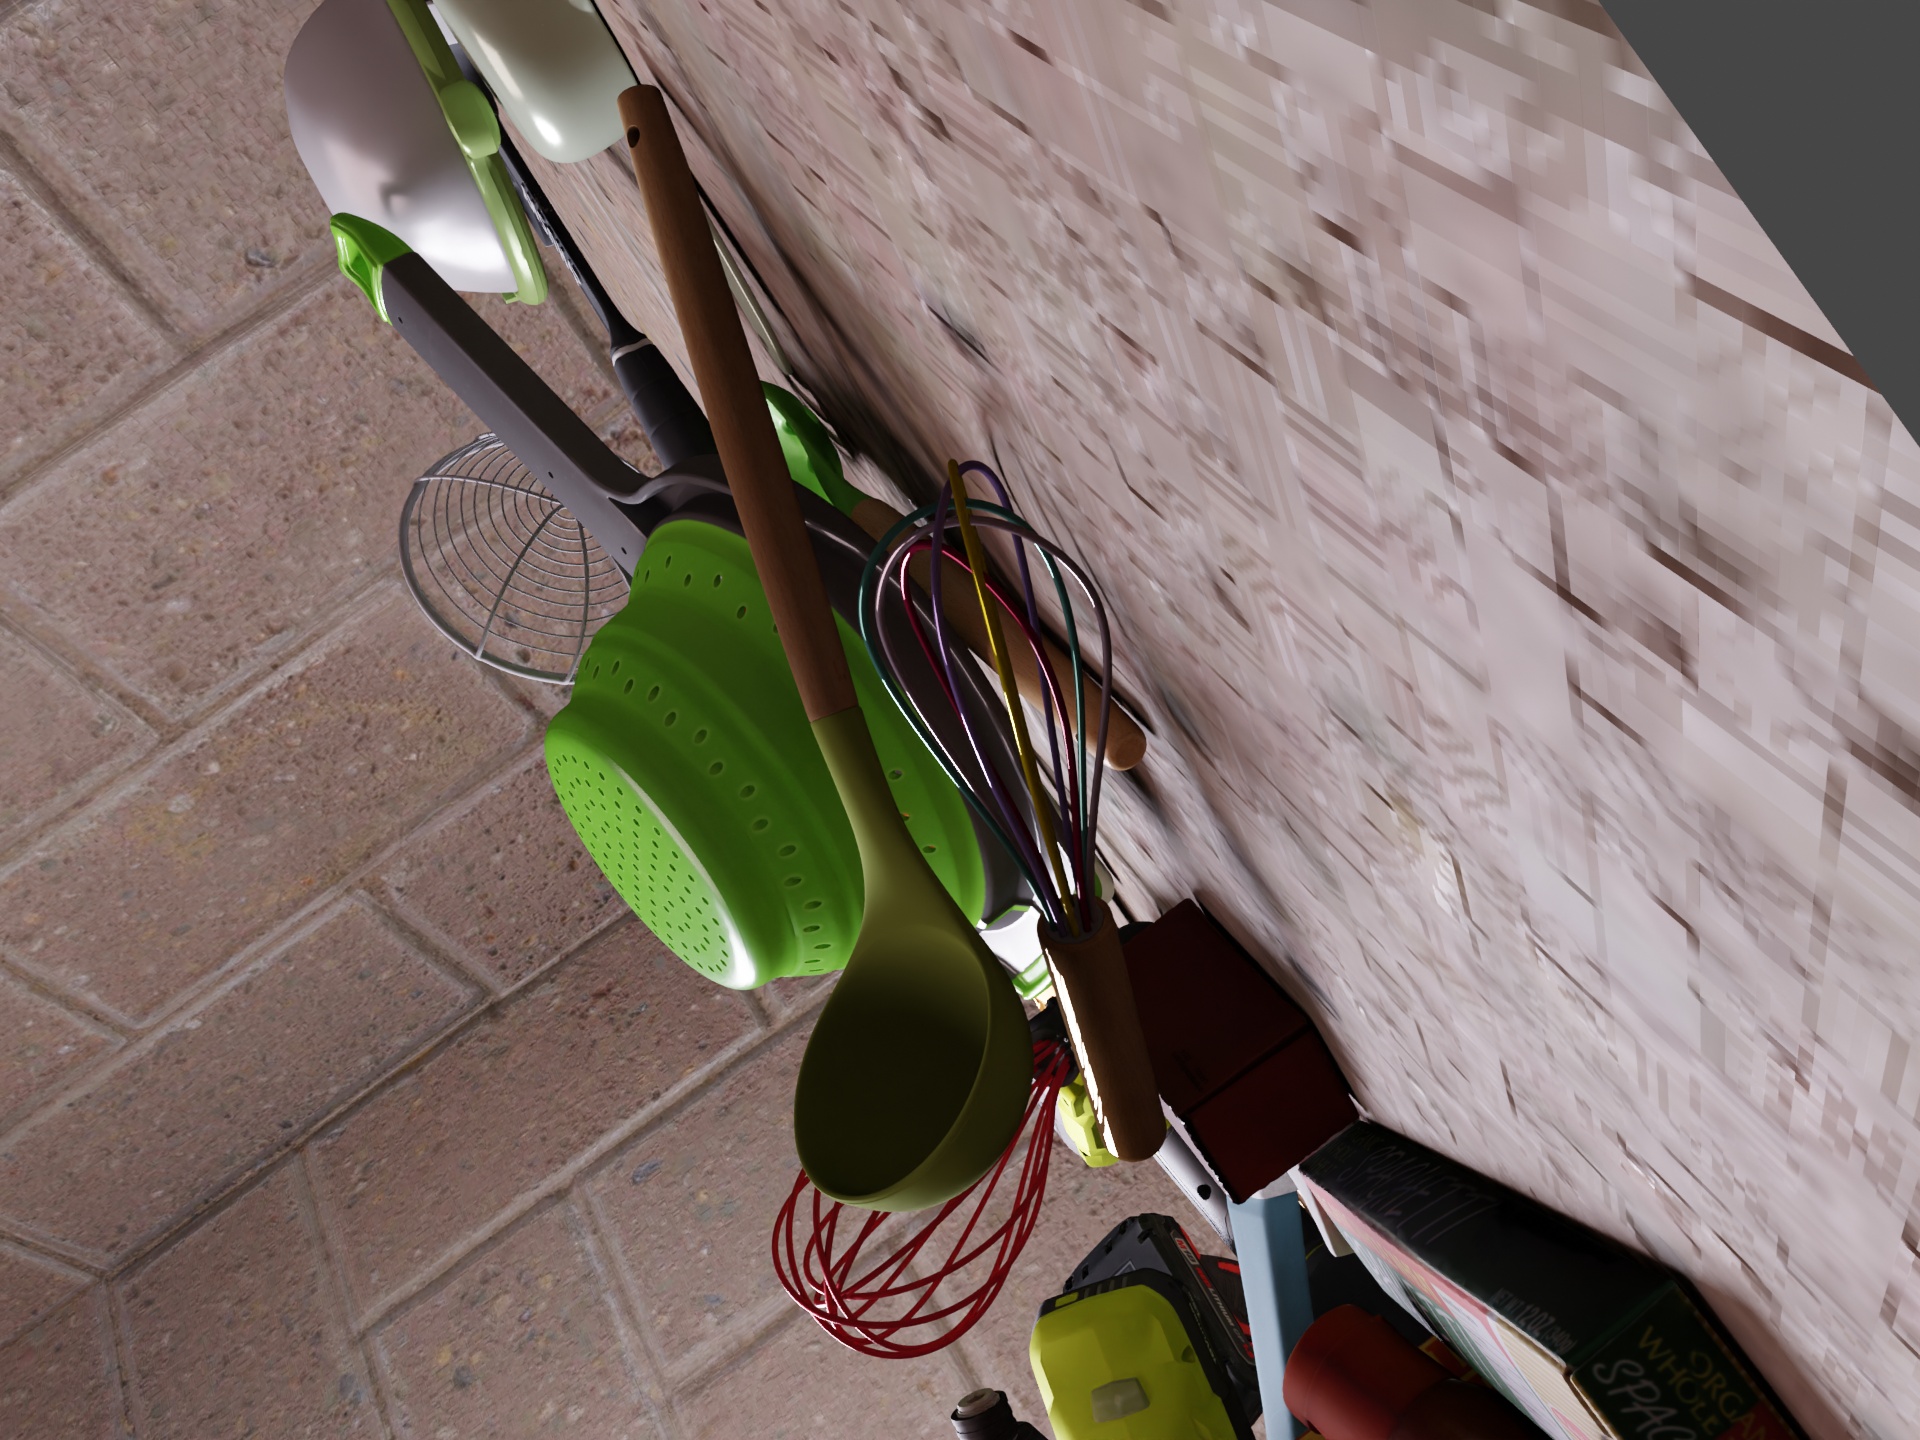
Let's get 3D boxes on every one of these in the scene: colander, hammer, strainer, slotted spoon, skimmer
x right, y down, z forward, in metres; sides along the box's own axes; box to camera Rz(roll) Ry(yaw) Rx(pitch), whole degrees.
[{"bbox_3d":[-0.128,-0.034,0.555,0.397,0.094,0.204,45,153,14],"label":"colander"},{"bbox_3d":[-0.150,-0.167,0.697,0.409,0.036,0.149,57,167,30],"label":"hammer"},{"bbox_3d":[-0.216,-0.217,0.610,0.151,0.069,0.257,68,169,-24],"label":"strainer"},{"bbox_3d":[0.127,0.284,0.582,0.128,0.033,0.331,-11,87,64],"label":"hammer"},{"bbox_3d":[-0.020,-0.059,0.541,0.314,0.031,0.070,46,168,54],"label":"slotted spoon"},{"bbox_3d":[-0.129,-0.055,0.810,0.127,0.090,0.363,65,-165,17],"label":"skimmer"}]

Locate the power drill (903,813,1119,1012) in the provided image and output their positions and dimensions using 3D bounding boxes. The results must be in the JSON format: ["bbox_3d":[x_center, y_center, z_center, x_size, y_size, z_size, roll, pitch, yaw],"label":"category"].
[{"bbox_3d":[0.014,0.072,0.909,0.185,0.084,0.226,61,171,-14],"label":"power drill"}]

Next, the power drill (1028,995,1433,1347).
[{"bbox_3d":[0.129,0.230,0.727,0.229,0.080,0.190,48,165,34],"label":"power drill"}]

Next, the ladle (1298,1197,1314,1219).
[{"bbox_3d":[0.137,0.200,0.907,0.069,0.031,0.316,54,175,-38],"label":"ladle"}]

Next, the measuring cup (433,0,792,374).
[{"bbox_3d":[-0.112,-0.176,0.513,0.167,0.038,0.083,58,175,-21],"label":"measuring cup"}]

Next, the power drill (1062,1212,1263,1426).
[{"bbox_3d":[0.168,0.337,0.859,0.219,0.078,0.143,18,-153,-43],"label":"power drill"}]

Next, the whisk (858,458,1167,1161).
[{"bbox_3d":[0.025,0.041,0.416,0.047,0.051,0.244,37,152,47],"label":"whisk"}]

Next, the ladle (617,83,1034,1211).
[{"bbox_3d":[-0.051,-0.025,0.437,0.062,0.078,0.320,-15,-94,-48],"label":"ladle"}]

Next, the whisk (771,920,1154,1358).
[{"bbox_3d":[0.024,0.127,0.563,0.073,0.073,0.296,54,-152,4],"label":"whisk"}]

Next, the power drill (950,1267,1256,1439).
[{"bbox_3d":[0.059,0.309,0.618,0.171,0.080,0.223,68,-166,5],"label":"power drill"}]

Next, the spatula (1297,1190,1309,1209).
[{"bbox_3d":[0.184,0.241,0.744,0.316,0.018,0.059,51,163,34],"label":"spatula"}]

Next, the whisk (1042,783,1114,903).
[{"bbox_3d":[-0.001,-0.002,0.724,0.246,0.058,0.059,53,-148,-21],"label":"whisk"}]
